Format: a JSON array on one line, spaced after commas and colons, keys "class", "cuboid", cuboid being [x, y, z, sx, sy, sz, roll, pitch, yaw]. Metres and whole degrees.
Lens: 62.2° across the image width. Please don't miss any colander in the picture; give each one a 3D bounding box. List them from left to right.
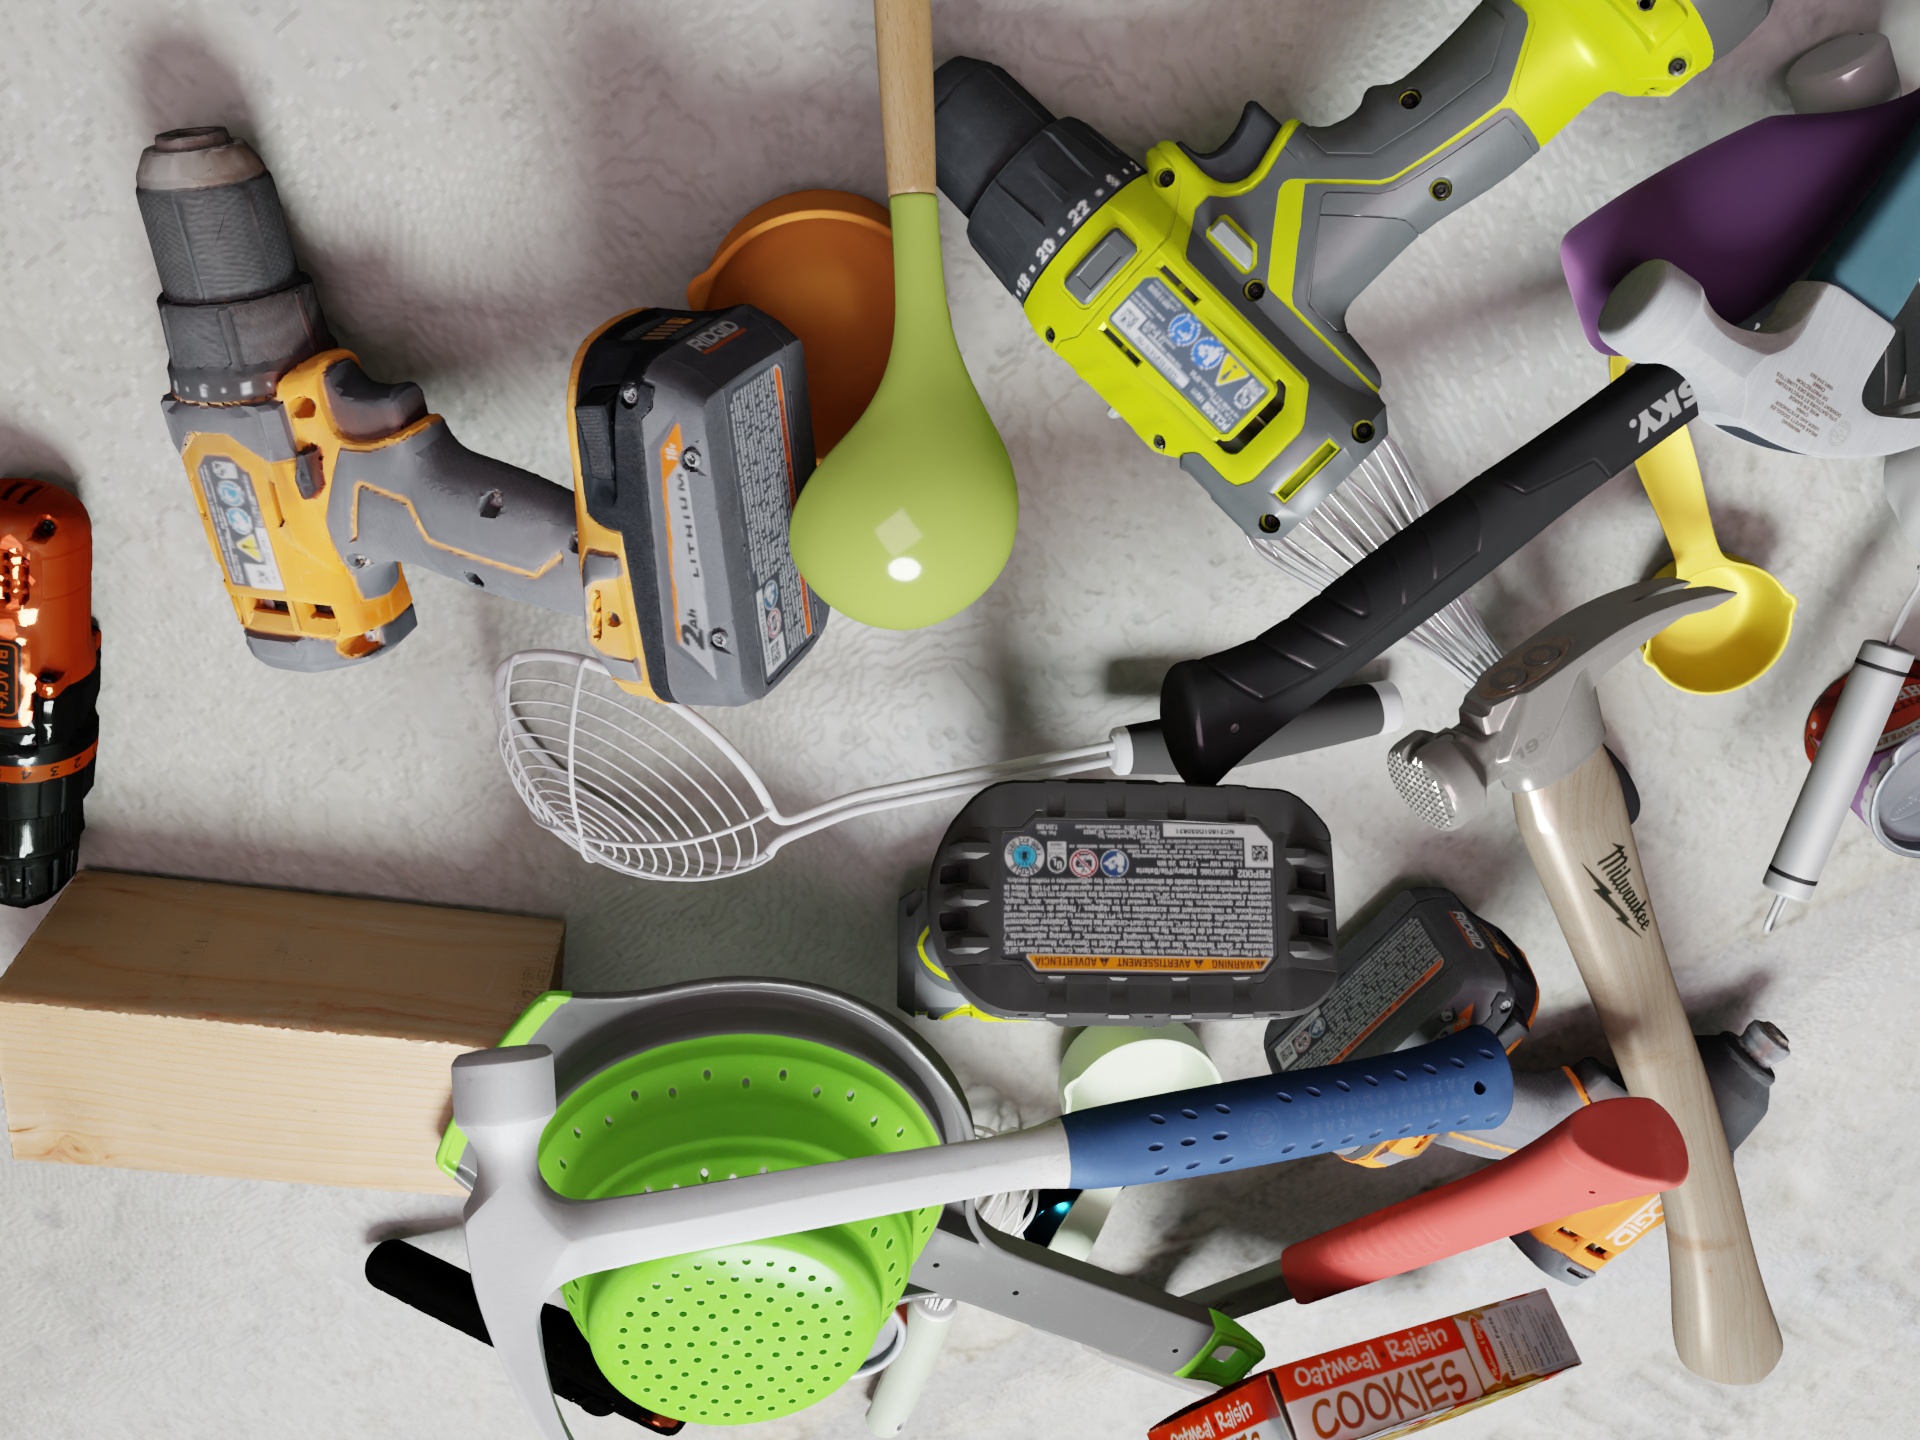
[{"class": "colander", "cuboid": [-0.022, 0.244, 0.666, 0.396, 0.095, 0.204, 27, 113, -21]}]

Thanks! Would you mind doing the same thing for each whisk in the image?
[{"class": "whisk", "cuboid": [-0.012, 0.298, 0.830, 0.059, 0.058, 0.246, 30, 124, 18]}, {"class": "whisk", "cuboid": [0.197, -0.033, 0.635, 0.070, 0.070, 0.284, -40, 120, 19]}]

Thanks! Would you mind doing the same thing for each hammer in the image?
[{"class": "hammer", "cuboid": [0.028, 0.168, 0.591, 0.405, 0.035, 0.144, -4, 84, -19]}, {"class": "hammer", "cuboid": [0.187, 0.255, 0.744, 0.149, 0.037, 0.359, 27, 138, -20]}, {"class": "hammer", "cuboid": [0.210, -0.083, 0.561, 0.335, 0.035, 0.146, -36, 118, -3]}, {"class": "hammer", "cuboid": [0.304, 0.136, 0.680, 0.146, 0.038, 0.410, -33, 117, -11]}, {"class": "hammer", "cuboid": [0.338, -0.229, 0.487, 0.128, 0.033, 0.331, 29, 99, -15]}]

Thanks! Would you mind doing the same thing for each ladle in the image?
[{"class": "ladle", "cuboid": [-0.022, -0.187, 0.490, 0.078, 0.062, 0.320, -8, 100, -30]}]

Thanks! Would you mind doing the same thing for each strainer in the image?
[{"class": "strainer", "cuboid": [0.364, -0.033, 0.625, 0.050, 0.087, 0.258, 24, 106, 31]}]

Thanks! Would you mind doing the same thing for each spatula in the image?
[{"class": "spatula", "cuboid": [0.338, -0.209, 0.520, 0.316, 0.018, 0.059, -30, 111, -1]}]

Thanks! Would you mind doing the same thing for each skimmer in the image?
[{"class": "skimmer", "cuboid": [-0.001, -0.002, 0.648, 0.363, 0.090, 0.127, -10, 149, -11]}]

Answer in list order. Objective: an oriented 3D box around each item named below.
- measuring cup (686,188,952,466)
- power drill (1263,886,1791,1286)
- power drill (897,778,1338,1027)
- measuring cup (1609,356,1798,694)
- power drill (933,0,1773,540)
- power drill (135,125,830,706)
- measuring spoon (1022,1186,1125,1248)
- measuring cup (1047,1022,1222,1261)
[{"class": "measuring cup", "cuboid": [-0.064, -0.107, 0.574, 0.095, 0.052, 0.173, 19, 120, -15]}, {"class": "power drill", "cuboid": [0.275, 0.168, 0.748, 0.226, 0.084, 0.164, 31, 112, -24]}, {"class": "power drill", "cuboid": [0.061, 0.083, 0.618, 0.171, 0.223, 0.080, 1, 76, -2]}, {"class": "measuring cup", "cuboid": [0.283, -0.083, 0.632, 0.062, 0.029, 0.156, -23, 109, 11]}, {"class": "power drill", "cuboid": [0.109, -0.197, 0.499, 0.190, 0.080, 0.228, 46, 109, 2]}, {"class": "power drill", "cuboid": [-0.166, -0.099, 0.527, 0.226, 0.084, 0.185, 7, 121, 19]}, {"class": "measuring spoon", "cuboid": [0.080, 0.221, 0.805, 0.128, 0.021, 0.042, -42, 131, 10]}, {"class": "measuring cup", "cuboid": [0.067, 0.212, 0.772, 0.083, 0.038, 0.167, 17, 112, -16]}]
